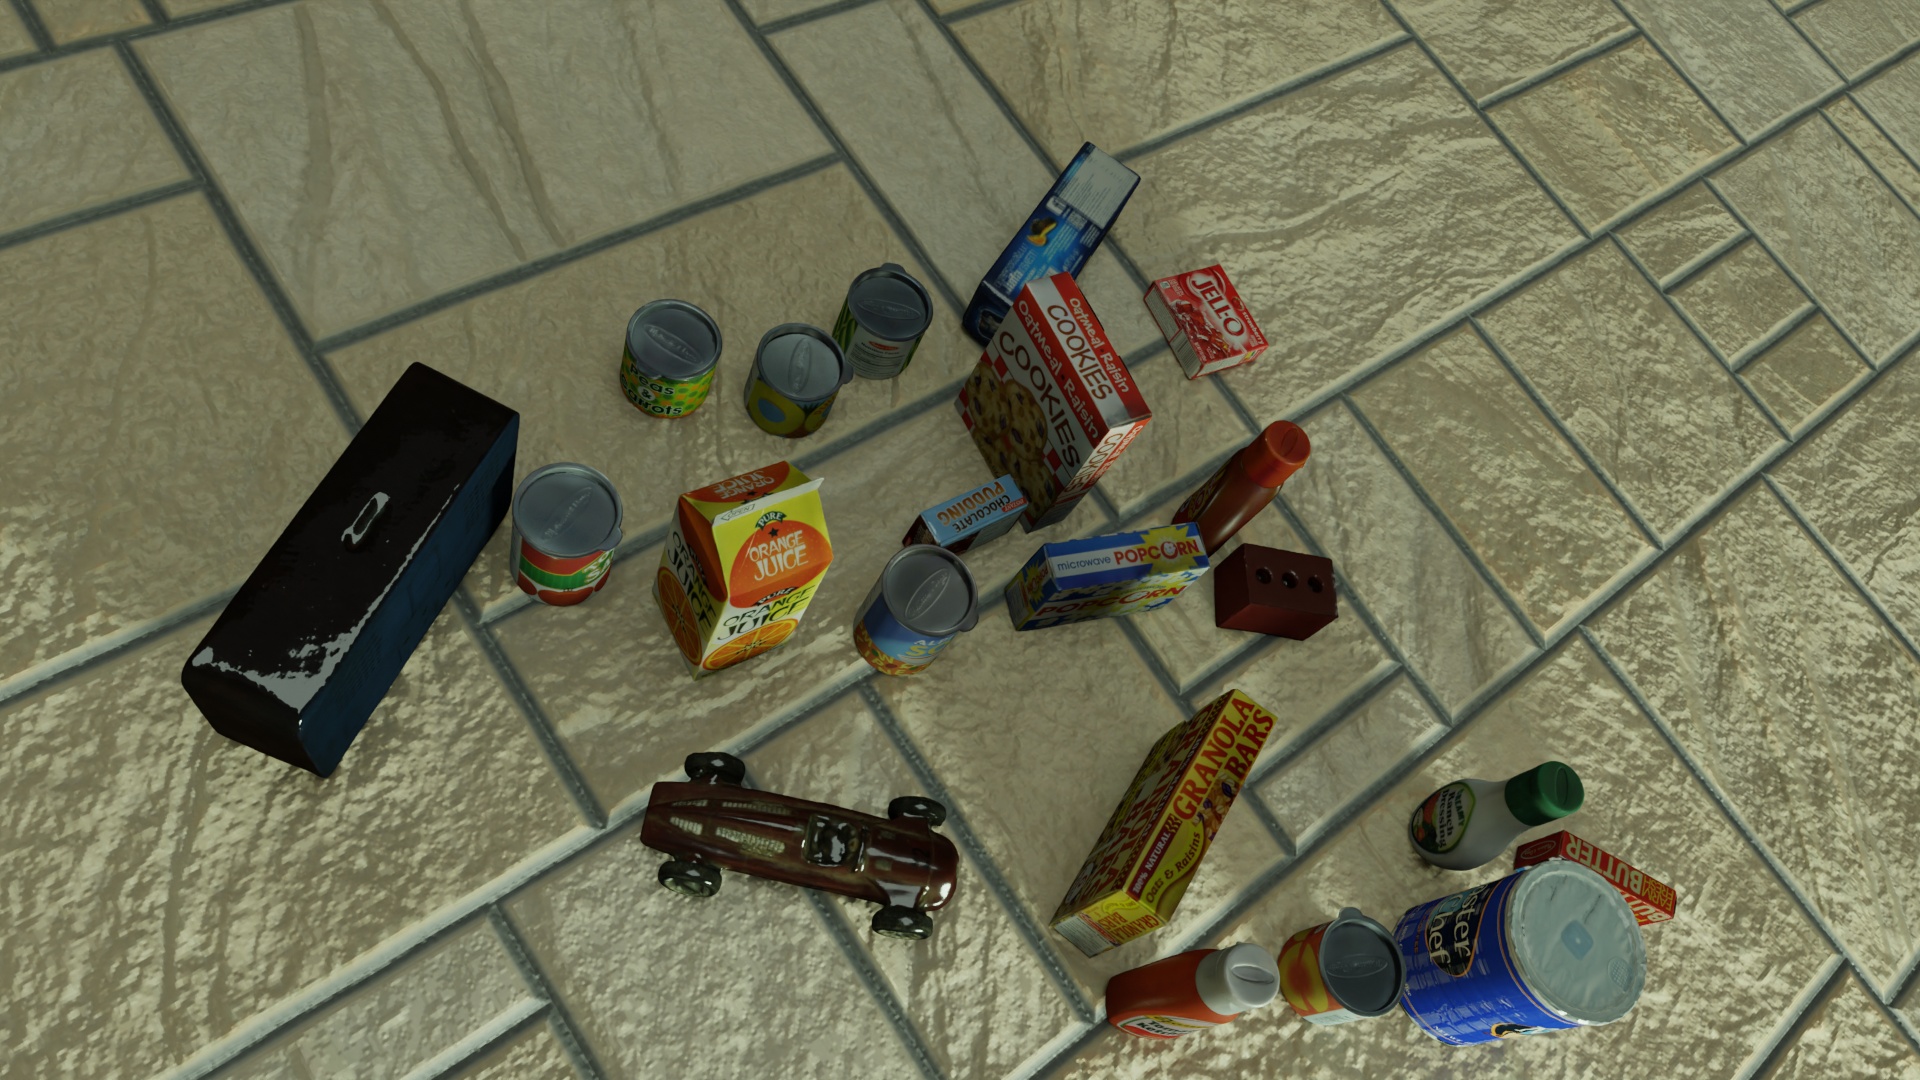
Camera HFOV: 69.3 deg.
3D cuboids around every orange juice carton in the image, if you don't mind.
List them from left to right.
[{"bbox_3d":[-0.136,0.014,0.866,0.072,0.191,0.073,-21,74,-27],"label":"orange juice carton"}]

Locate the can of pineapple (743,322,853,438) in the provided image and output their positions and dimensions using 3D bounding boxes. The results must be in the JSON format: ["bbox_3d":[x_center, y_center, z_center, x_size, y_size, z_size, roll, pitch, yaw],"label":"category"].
[{"bbox_3d":[-0.120,-0.115,1.014,0.071,0.057,0.071,8,63,-16],"label":"can of pineapple"}]

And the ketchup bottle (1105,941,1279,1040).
[{"bbox_3d":[0.145,0.278,0.860,0.065,0.148,0.044,13,62,-13],"label":"ketchup bottle"}]

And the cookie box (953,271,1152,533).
[{"bbox_3d":[0.063,-0.096,1.006,0.040,0.166,0.123,-20,73,-27],"label":"cookie box"}]

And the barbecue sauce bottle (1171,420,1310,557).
[{"bbox_3d":[0.209,-0.039,1.040,0.043,0.148,0.065,34,59,-1],"label":"barbecue sauce bottle"}]

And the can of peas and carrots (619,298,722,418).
[{"bbox_3d":[-0.208,-0.127,0.989,0.071,0.058,0.071,8,63,-16],"label":"can of peas and carrots"}]

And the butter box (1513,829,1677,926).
[{"bbox_3d":[0.477,0.256,1.044,0.103,0.053,0.024,28,59,-4],"label":"butter box"}]

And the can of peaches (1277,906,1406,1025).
[{"bbox_3d":[0.258,0.291,0.946,0.071,0.057,0.071,8,63,-16],"label":"can of peaches"}]

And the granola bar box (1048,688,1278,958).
[{"bbox_3d":[0.132,0.186,0.915,0.039,0.123,0.166,37,59,1],"label":"granola bar box"}]

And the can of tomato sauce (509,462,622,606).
[{"bbox_3d":[-0.254,-0.002,0.896,0.071,0.082,0.071,8,63,-16],"label":"can of tomato sauce"}]

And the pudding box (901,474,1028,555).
[{"bbox_3d":[0.004,-0.013,1.012,0.084,0.049,0.030,-25,75,-28],"label":"pudding box"}]

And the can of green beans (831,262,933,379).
[{"bbox_3d":[-0.060,-0.165,1.060,0.071,0.057,0.071,8,63,-16],"label":"can of green beans"}]

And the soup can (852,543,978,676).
[{"bbox_3d":[-0.030,0.051,0.949,0.071,0.083,0.071,8,63,-16],"label":"soup can"}]

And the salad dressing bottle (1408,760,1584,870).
[{"bbox_3d":[0.378,0.193,0.985,0.044,0.147,0.064,21,60,-9],"label":"salad dressing bottle"}]

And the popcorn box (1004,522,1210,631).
[{"bbox_3d":[0.105,0.027,1.007,0.127,0.085,0.038,-8,68,-23],"label":"popcorn box"}]
